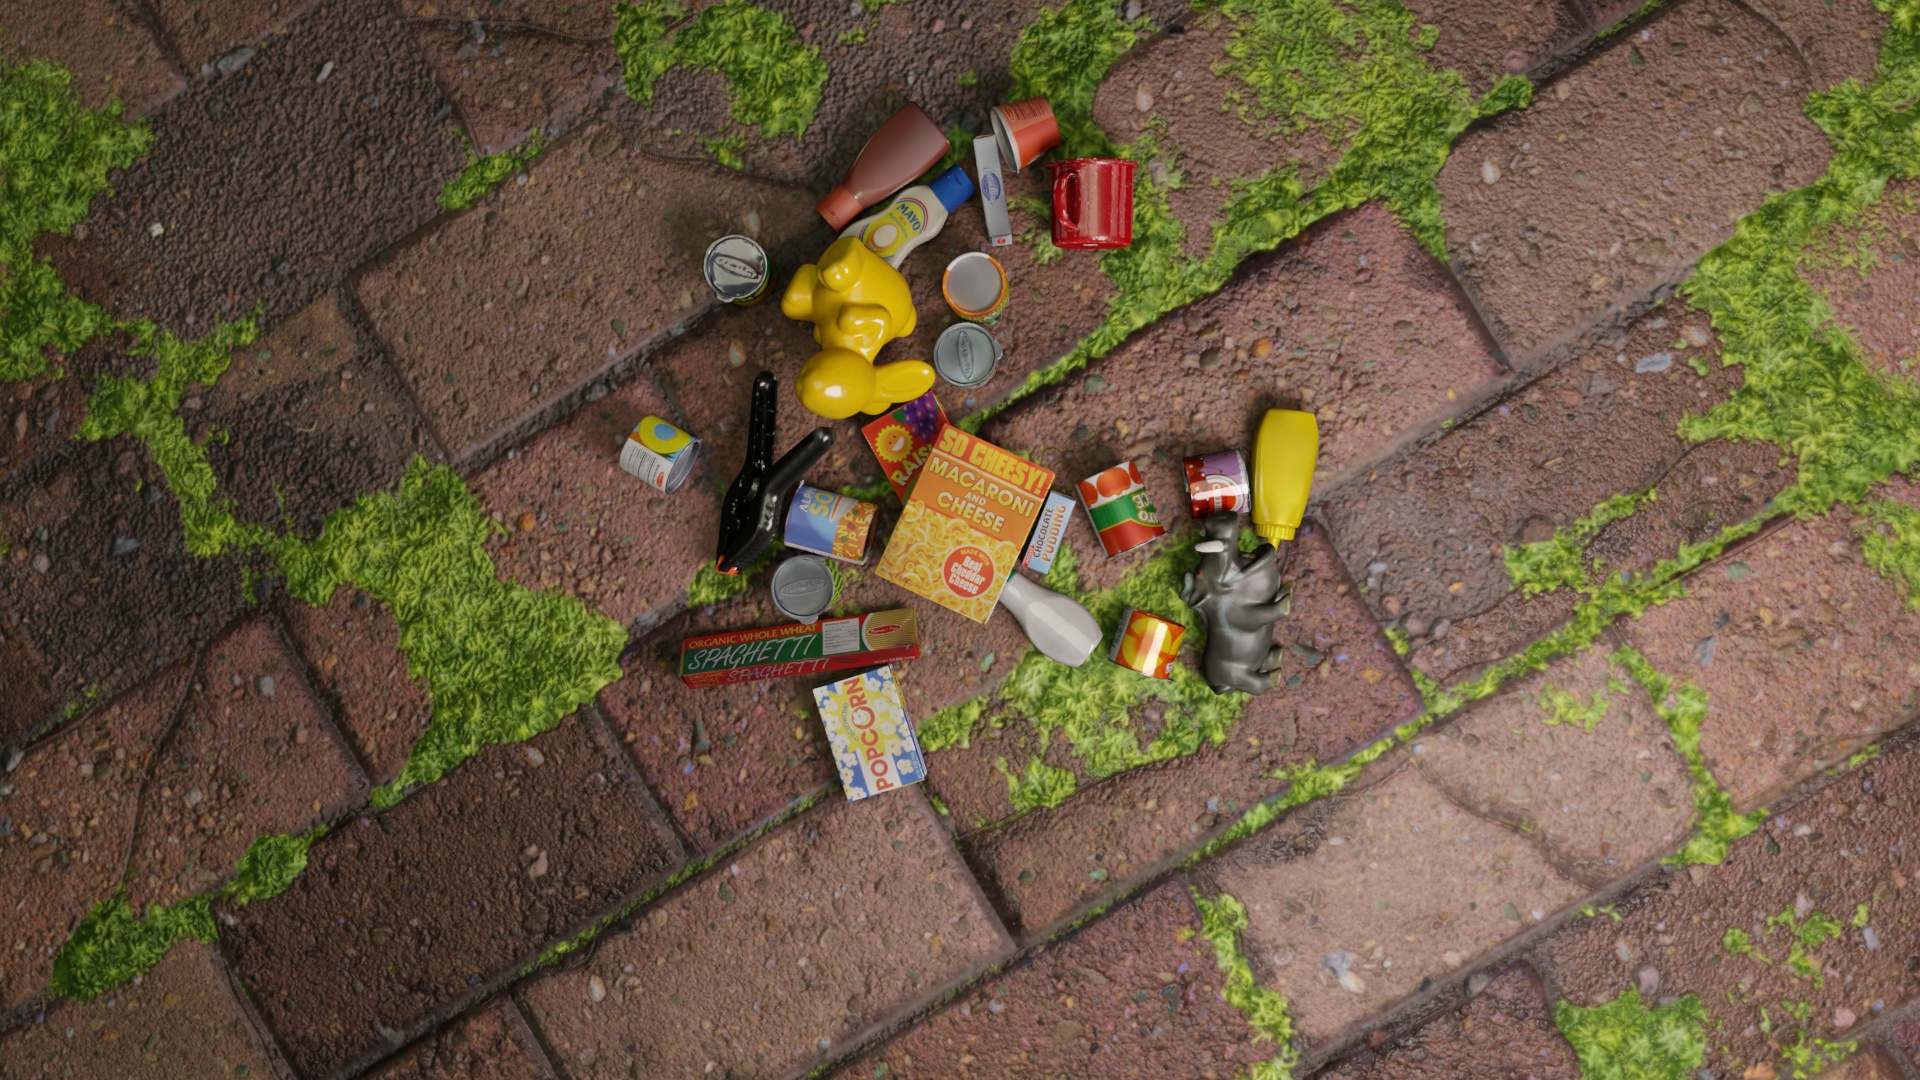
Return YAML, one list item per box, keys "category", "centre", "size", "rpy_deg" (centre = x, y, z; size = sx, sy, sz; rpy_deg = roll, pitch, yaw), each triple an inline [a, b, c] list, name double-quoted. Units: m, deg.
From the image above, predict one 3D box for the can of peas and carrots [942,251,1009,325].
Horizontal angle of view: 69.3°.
- category: "can of peas and carrots"
  centre: [0.017, -0.255, 1.417]
  size: [0.071, 0.059, 0.071]
  rpy_deg: [0, 92, 5]

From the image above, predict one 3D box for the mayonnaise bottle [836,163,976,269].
- category: "mayonnaise bottle"
  centre: [-0.053, -0.329, 1.429]
  size: [0.148, 0.041, 0.065]
  rpy_deg: [-37, 91, 5]

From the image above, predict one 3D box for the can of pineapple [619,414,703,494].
- category: "can of pineapple"
  centre: [-0.311, -0.091, 1.442]
  size: [0.058, 0.071, 0.071]
  rpy_deg: [30, 93, 3]

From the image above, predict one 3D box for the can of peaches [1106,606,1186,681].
- category: "can of peaches"
  centre: [0.191, 0.105, 1.409]
  size: [0.071, 0.071, 0.058]
  rpy_deg: [19, 92, 3]

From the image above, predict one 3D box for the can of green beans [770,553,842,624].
- category: "can of green beans"
  centre: [-0.158, 0.047, 1.436]
  size: [0.071, 0.058, 0.071]
  rpy_deg: [0, 91, 4]

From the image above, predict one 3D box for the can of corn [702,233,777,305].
- category: "can of corn"
  centre: [-0.228, -0.276, 1.434]
  size: [0.071, 0.058, 0.071]
  rpy_deg: [0, 92, 4]

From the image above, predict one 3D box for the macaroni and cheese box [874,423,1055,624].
- category: "macaroni and cheese box"
  centre: [0.005, -0.017, 1.393]
  size: [0.124, 0.040, 0.166]
  rpy_deg: [25, 93, 4]

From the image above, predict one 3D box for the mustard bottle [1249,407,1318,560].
- category: "mustard bottle"
  centre: [0.322, -0.052, 1.405]
  size: [0.065, 0.049, 0.160]
  rpy_deg: [8, 93, 4]

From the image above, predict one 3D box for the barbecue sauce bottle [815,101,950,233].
- category: "barbecue sauce bottle"
  centre: [-0.084, -0.380, 1.429]
  size: [0.148, 0.044, 0.065]
  rpy_deg: [-42, 89, 4]

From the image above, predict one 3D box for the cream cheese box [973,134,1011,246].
- category: "cream cheese box"
  centre: [0.033, -0.356, 1.416]
  size: [0.024, 0.053, 0.103]
  rpy_deg: [-9, 91, 2]

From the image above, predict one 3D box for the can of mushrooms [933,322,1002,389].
- category: "can of mushrooms"
  centre: [0.009, -0.190, 1.432]
  size: [0.071, 0.033, 0.071]
  rpy_deg: [0, 91, 4]

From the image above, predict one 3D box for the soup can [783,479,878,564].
- category: "soup can"
  centre: [-0.132, -0.019, 1.428]
  size: [0.084, 0.071, 0.071]
  rpy_deg: [14, 93, 3]

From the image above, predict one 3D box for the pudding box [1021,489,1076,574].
- category: "pudding box"
  centre: [0.090, -0.009, 1.421]
  size: [0.030, 0.050, 0.083]
  rpy_deg: [22, 94, 2]

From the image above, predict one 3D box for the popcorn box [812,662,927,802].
- category: "popcorn box"
  centre: [-0.094, 0.199, 1.444]
  size: [0.085, 0.038, 0.126]
  rpy_deg: [-18, 90, 5]

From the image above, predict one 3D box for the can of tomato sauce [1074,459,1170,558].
- category: "can of tomato sauce"
  centre: [0.163, -0.033, 1.407]
  size: [0.071, 0.071, 0.083]
  rpy_deg: [-24, 89, 4]

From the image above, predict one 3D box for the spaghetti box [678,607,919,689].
- category: "spaghetti box"
  centre: [-0.167, 0.112, 1.441]
  size: [0.250, 0.028, 0.050]
  rpy_deg: [-8, 50, 4]

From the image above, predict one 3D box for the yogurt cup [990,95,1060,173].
- category: "yogurt cup"
  centre: [0.067, -0.416, 1.409]
  size: [0.054, 0.072, 0.072]
  rpy_deg: [-23, 90, -4]

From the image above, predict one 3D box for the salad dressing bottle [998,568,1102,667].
- category: "salad dressing bottle"
  centre: [0.076, 0.068, 1.428]
  size: [0.148, 0.044, 0.064]
  rpy_deg: [39, 96, 4]

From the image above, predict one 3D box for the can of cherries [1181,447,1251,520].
- category: "can of cherries"
  centre: [0.257, -0.055, 1.398]
  size: [0.058, 0.071, 0.071]
  rpy_deg: [-9, 91, 5]

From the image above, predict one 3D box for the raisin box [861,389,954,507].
- category: "raisin box"
  centre: [-0.035, -0.082, 1.434]
  size: [0.086, 0.040, 0.123]
  rpy_deg: [-29, 90, 5]
